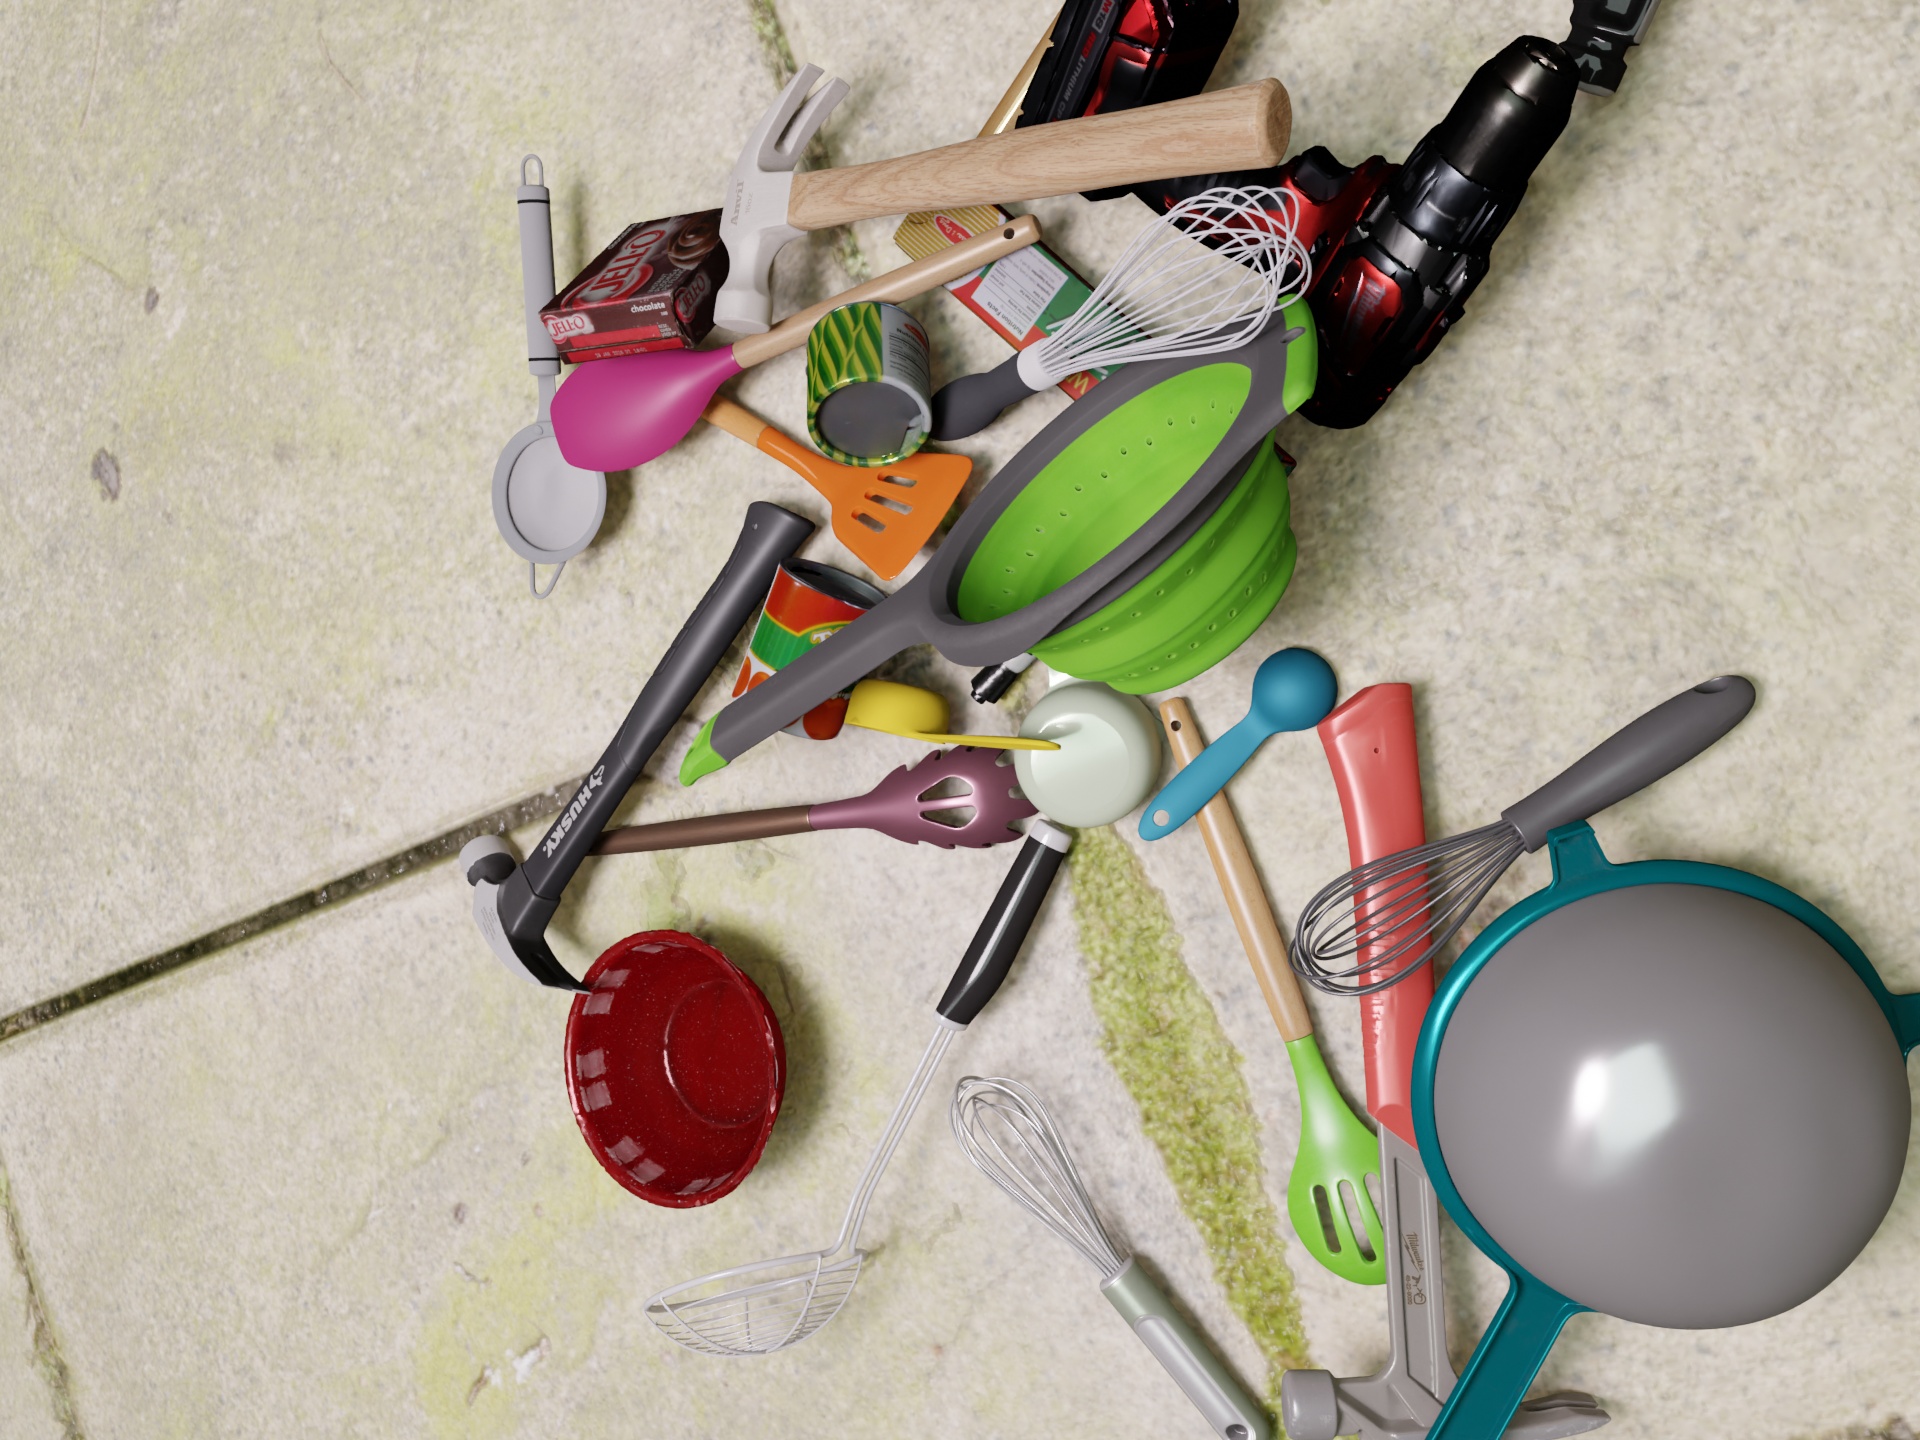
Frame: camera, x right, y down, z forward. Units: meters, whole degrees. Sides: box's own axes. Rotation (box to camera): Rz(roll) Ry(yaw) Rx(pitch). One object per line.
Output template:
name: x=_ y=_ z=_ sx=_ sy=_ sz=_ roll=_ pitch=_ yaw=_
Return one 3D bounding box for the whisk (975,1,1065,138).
whisk: x=0.079 y=-0.385 z=0.791 sx=0.051 sy=0.047 sz=0.245 roll=45 pitch=115 yaw=15

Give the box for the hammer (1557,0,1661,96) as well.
hammer: x=0.159 y=-0.396 z=0.714 sx=0.337 sy=0.034 sz=0.127 roll=25 pitch=117 yaw=13

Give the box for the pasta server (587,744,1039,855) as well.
pasta server: x=-0.102 y=0.058 z=0.928 sx=0.316 sy=0.040 sz=0.060 roll=-9 pitch=91 yaw=30

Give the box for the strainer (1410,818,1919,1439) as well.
strainer: x=0.276 y=0.227 z=0.673 sx=0.211 sy=0.095 sz=0.340 roll=25 pitch=99 yaw=1

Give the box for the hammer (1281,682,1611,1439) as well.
hammer: x=0.220 y=0.161 z=0.759 sx=0.149 sy=0.036 sz=0.359 roll=-3 pitch=88 yaw=2

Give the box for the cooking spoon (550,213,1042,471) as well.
cooking spoon: x=-0.100 y=-0.209 z=0.868 sx=0.319 sy=0.017 sz=0.069 roll=-17 pitch=90 yaw=24

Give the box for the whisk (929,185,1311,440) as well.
whisk: x=0.059 y=-0.180 z=0.755 sx=0.284 sy=0.070 sz=0.070 roll=-12 pitch=89 yaw=57

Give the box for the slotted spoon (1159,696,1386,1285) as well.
slotted spoon: x=0.160 y=0.136 z=0.805 sx=0.070 sy=0.031 sz=0.314 roll=-22 pitch=83 yaw=20

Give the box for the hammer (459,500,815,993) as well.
hammer: x=-0.188 y=0.011 z=0.941 sx=0.334 sy=0.035 sz=0.146 roll=-53 pitch=47 yaw=15

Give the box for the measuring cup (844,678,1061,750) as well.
measuring cup: x=-0.001 y=-0.003 z=0.833 sx=0.157 sy=0.062 sz=0.029 roll=5 pitch=83 yaw=49

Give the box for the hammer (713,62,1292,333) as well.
hammer: x=0.004 y=-0.261 z=0.753 sx=0.331 sy=0.031 sz=0.130 roll=6 pitch=89 yaw=40

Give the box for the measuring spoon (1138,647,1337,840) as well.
measuring spoon: x=0.135 y=0.015 z=0.794 sx=0.128 sy=0.021 sz=0.042 roll=-45 pitch=78 yaw=8

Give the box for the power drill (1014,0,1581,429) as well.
power drill: x=0.148 y=-0.265 z=0.716 sx=0.227 sy=0.080 sz=0.187 roll=46 pitch=139 yaw=14

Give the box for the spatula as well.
spatula: x=-0.133 y=-0.177 z=0.913 sx=0.323 sy=0.041 sz=0.081 roll=32 pitch=84 yaw=22

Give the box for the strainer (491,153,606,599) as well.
strainer: x=-0.246 y=-0.204 z=0.952 sx=0.087 sy=0.050 sz=0.258 roll=4 pitch=102 yaw=24

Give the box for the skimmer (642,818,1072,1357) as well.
skimmer: x=-0.054 y=0.204 z=0.887 sx=0.090 sy=0.127 sz=0.363 roll=32 pitch=97 yaw=36

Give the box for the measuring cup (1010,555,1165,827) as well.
measuring cup: x=0.051 y=-0.023 z=0.820 sx=0.083 sy=0.038 sz=0.167 roll=-17 pitch=97 yaw=16

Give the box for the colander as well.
colander: x=0.024 y=-0.043 z=0.769 sx=0.397 sy=0.205 sz=0.094 roll=-31 pitch=116 yaw=29

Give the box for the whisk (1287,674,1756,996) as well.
whisk: x=0.251 y=0.050 z=0.712 sx=0.239 sy=0.055 sz=0.055 roll=-34 pitch=79 yaw=4

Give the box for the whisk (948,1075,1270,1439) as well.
whisk: x=0.078 y=0.288 z=0.847 sx=0.058 sy=0.059 sz=0.246 roll=-44 pitch=80 yaw=23
